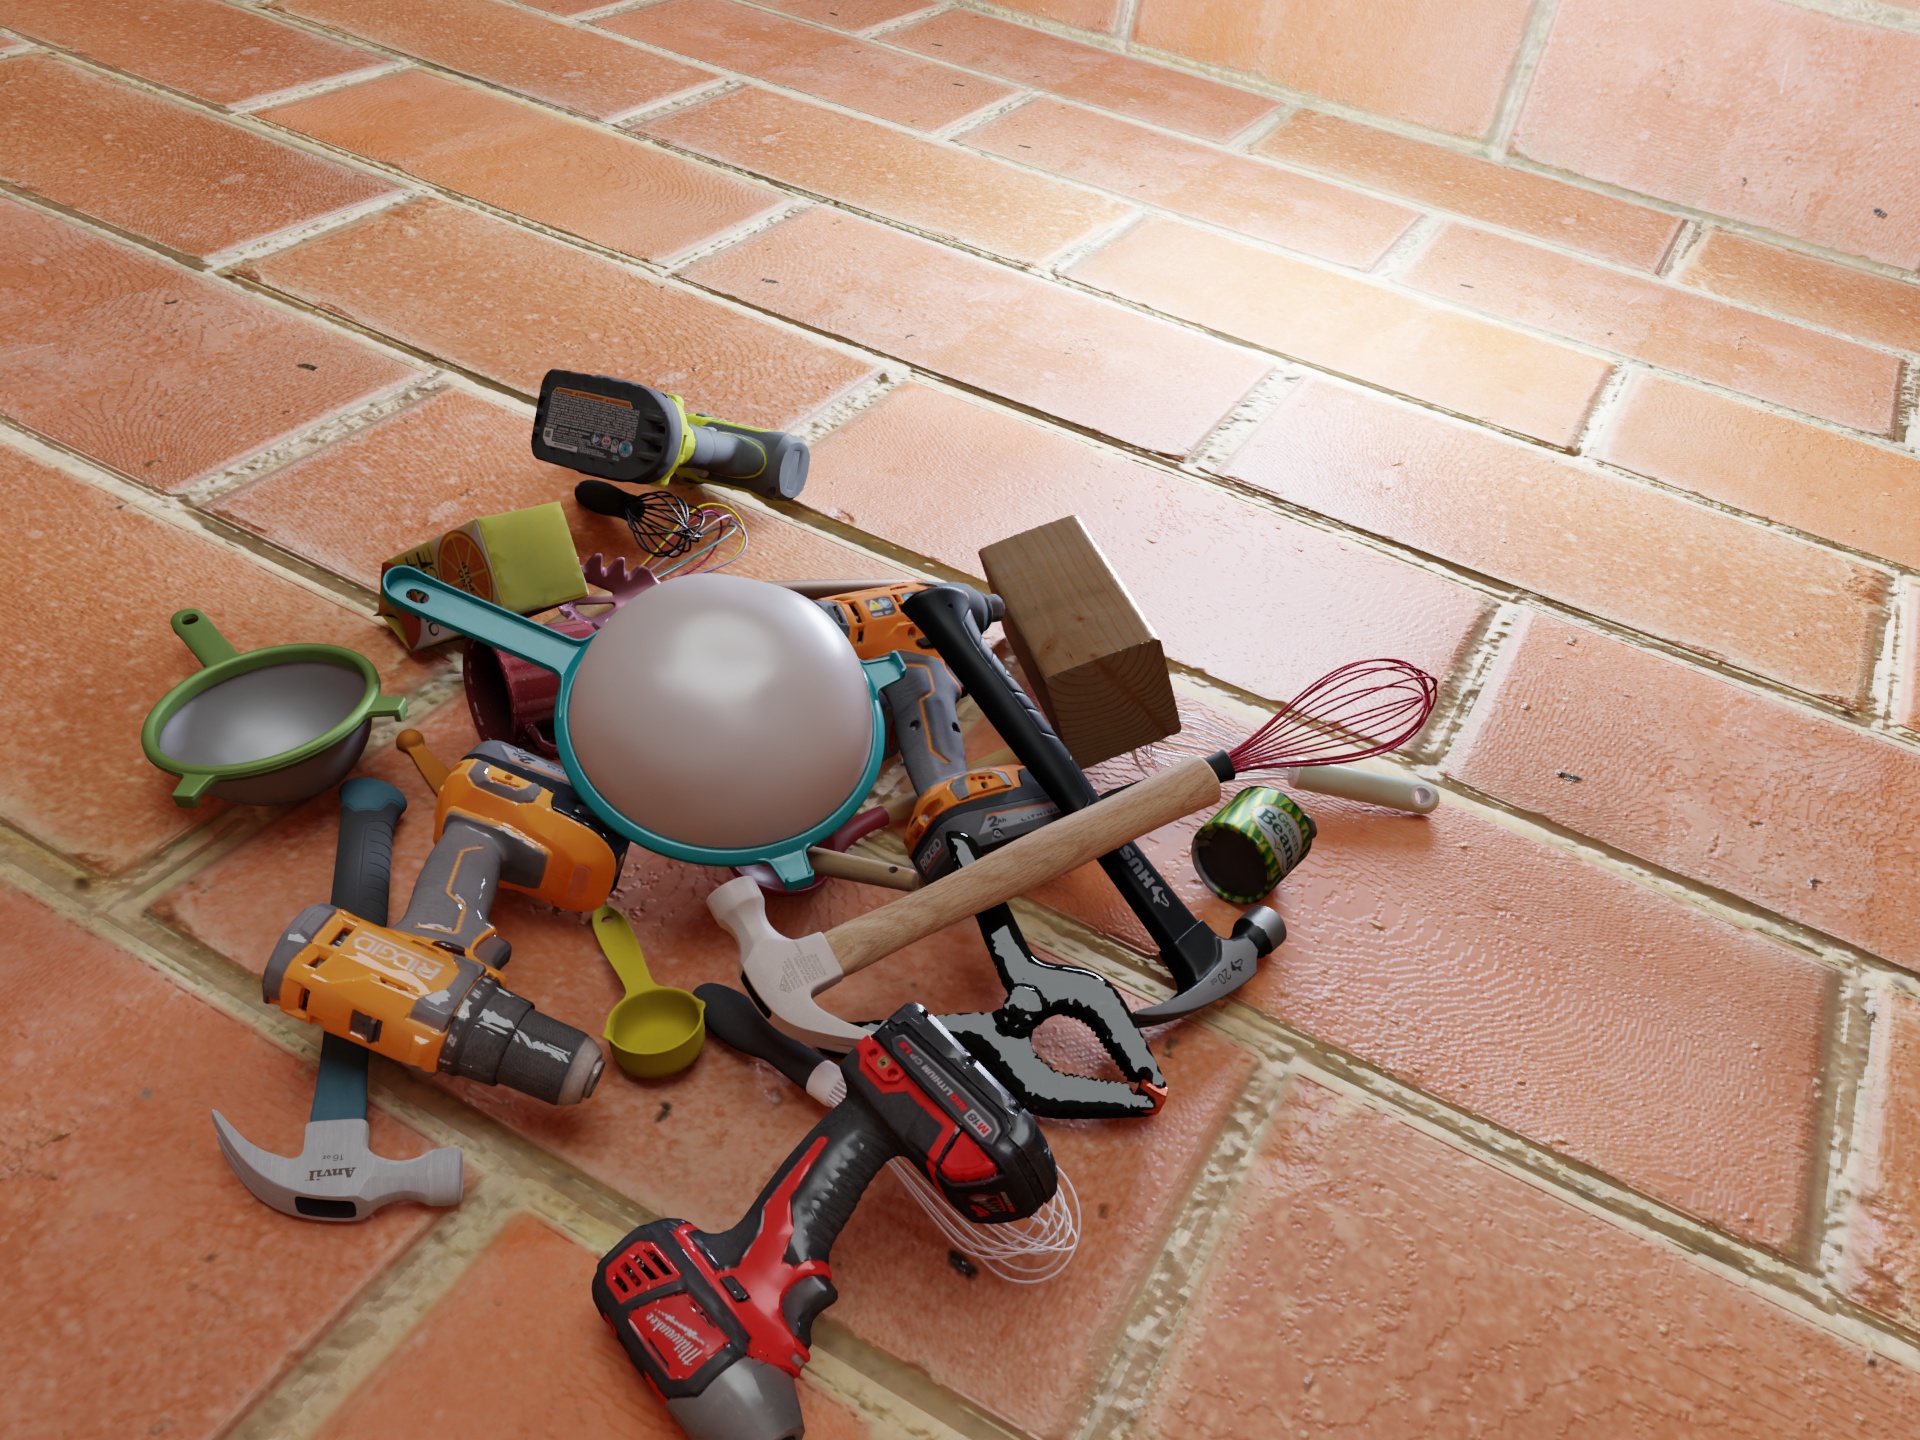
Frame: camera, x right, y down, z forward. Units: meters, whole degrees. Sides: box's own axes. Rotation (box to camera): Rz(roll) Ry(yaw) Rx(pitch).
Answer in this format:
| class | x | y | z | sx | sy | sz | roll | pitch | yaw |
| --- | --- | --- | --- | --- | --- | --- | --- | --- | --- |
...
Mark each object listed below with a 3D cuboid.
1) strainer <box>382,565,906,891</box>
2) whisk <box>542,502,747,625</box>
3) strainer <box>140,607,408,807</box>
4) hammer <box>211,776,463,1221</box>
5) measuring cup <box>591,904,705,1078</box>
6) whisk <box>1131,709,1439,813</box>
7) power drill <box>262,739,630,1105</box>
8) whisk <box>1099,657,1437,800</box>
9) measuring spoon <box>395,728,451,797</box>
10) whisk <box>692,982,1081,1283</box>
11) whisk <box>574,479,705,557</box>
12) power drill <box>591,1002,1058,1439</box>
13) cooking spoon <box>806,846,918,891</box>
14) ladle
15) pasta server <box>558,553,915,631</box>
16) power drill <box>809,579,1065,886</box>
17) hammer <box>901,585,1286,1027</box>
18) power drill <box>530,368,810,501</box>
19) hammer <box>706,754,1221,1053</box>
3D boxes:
| class | x | y | z | sx | sy | sz | roll | pitch | yaw |
| --- | --- | --- | --- | --- | --- | --- | --- | --- | --- |
| strainer | -0.204 | -0.046 | 0.994 | 0.340 | 0.095 | 0.211 | 22 | 54 | 0 |
| whisk | -0.266 | -0.115 | 1.298 | 0.051 | 0.047 | 0.245 | 14 | 38 | 35 |
| strainer | -0.491 | -0.006 | 1.100 | 0.151 | 0.069 | 0.257 | -28 | 40 | -29 |
| hammer | -0.361 | 0.151 | 0.948 | 0.128 | 0.033 | 0.331 | -1 | 39 | -15 |
| measuring cup | -0.200 | 0.165 | 0.978 | 0.062 | 0.029 | 0.157 | -16 | 32 | -20 |
| whisk | 0.247 | 0.038 | 1.216 | 0.246 | 0.059 | 0.058 | 11 | 81 | -4 |
| power drill | -0.267 | 0.121 | 0.937 | 0.185 | 0.084 | 0.226 | 23 | 33 | 0 |
| whisk | 0.213 | 0.024 | 1.159 | 0.296 | 0.073 | 0.073 | -21 | 44 | -5 |
| measuring spoon | -0.361 | 0.038 | 1.106 | 0.021 | 0.011 | 0.117 | -23 | 49 | -35 |
| whisk | -0.052 | 0.225 | 0.908 | 0.285 | 0.070 | 0.070 | 27 | 41 | 29 |
| whisk | -0.275 | -0.173 | 1.321 | 0.055 | 0.055 | 0.239 | -16 | 23 | -29 |
| power drill | -0.062 | 0.261 | 0.793 | 0.219 | 0.078 | 0.143 | -40 | 54 | -15 |
| cooking spoon | -0.173 | 0.076 | 1.045 | 0.319 | 0.017 | 0.069 | 9 | 40 | 23 |
| ladle | -0.036 | 0.058 | 1.141 | 0.315 | 0.031 | 0.069 | -22 | 58 | -37 |
| pasta server | -0.175 | -0.105 | 1.287 | 0.316 | 0.060 | 0.040 | -5 | -4 | -28 |
| power drill | -0.002 | -0.004 | 1.128 | 0.164 | 0.084 | 0.227 | -14 | 64 | -31 |
| hammer | 0.069 | 0.049 | 1.048 | 0.146 | 0.035 | 0.335 | -32 | 82 | -37 |
| power drill | -0.263 | -0.243 | 1.375 | 0.191 | 0.080 | 0.228 | 16 | 8 | 22 |
| hammer | 0.022 | 0.098 | 0.967 | 0.331 | 0.031 | 0.130 | -23 | 70 | -23 |
